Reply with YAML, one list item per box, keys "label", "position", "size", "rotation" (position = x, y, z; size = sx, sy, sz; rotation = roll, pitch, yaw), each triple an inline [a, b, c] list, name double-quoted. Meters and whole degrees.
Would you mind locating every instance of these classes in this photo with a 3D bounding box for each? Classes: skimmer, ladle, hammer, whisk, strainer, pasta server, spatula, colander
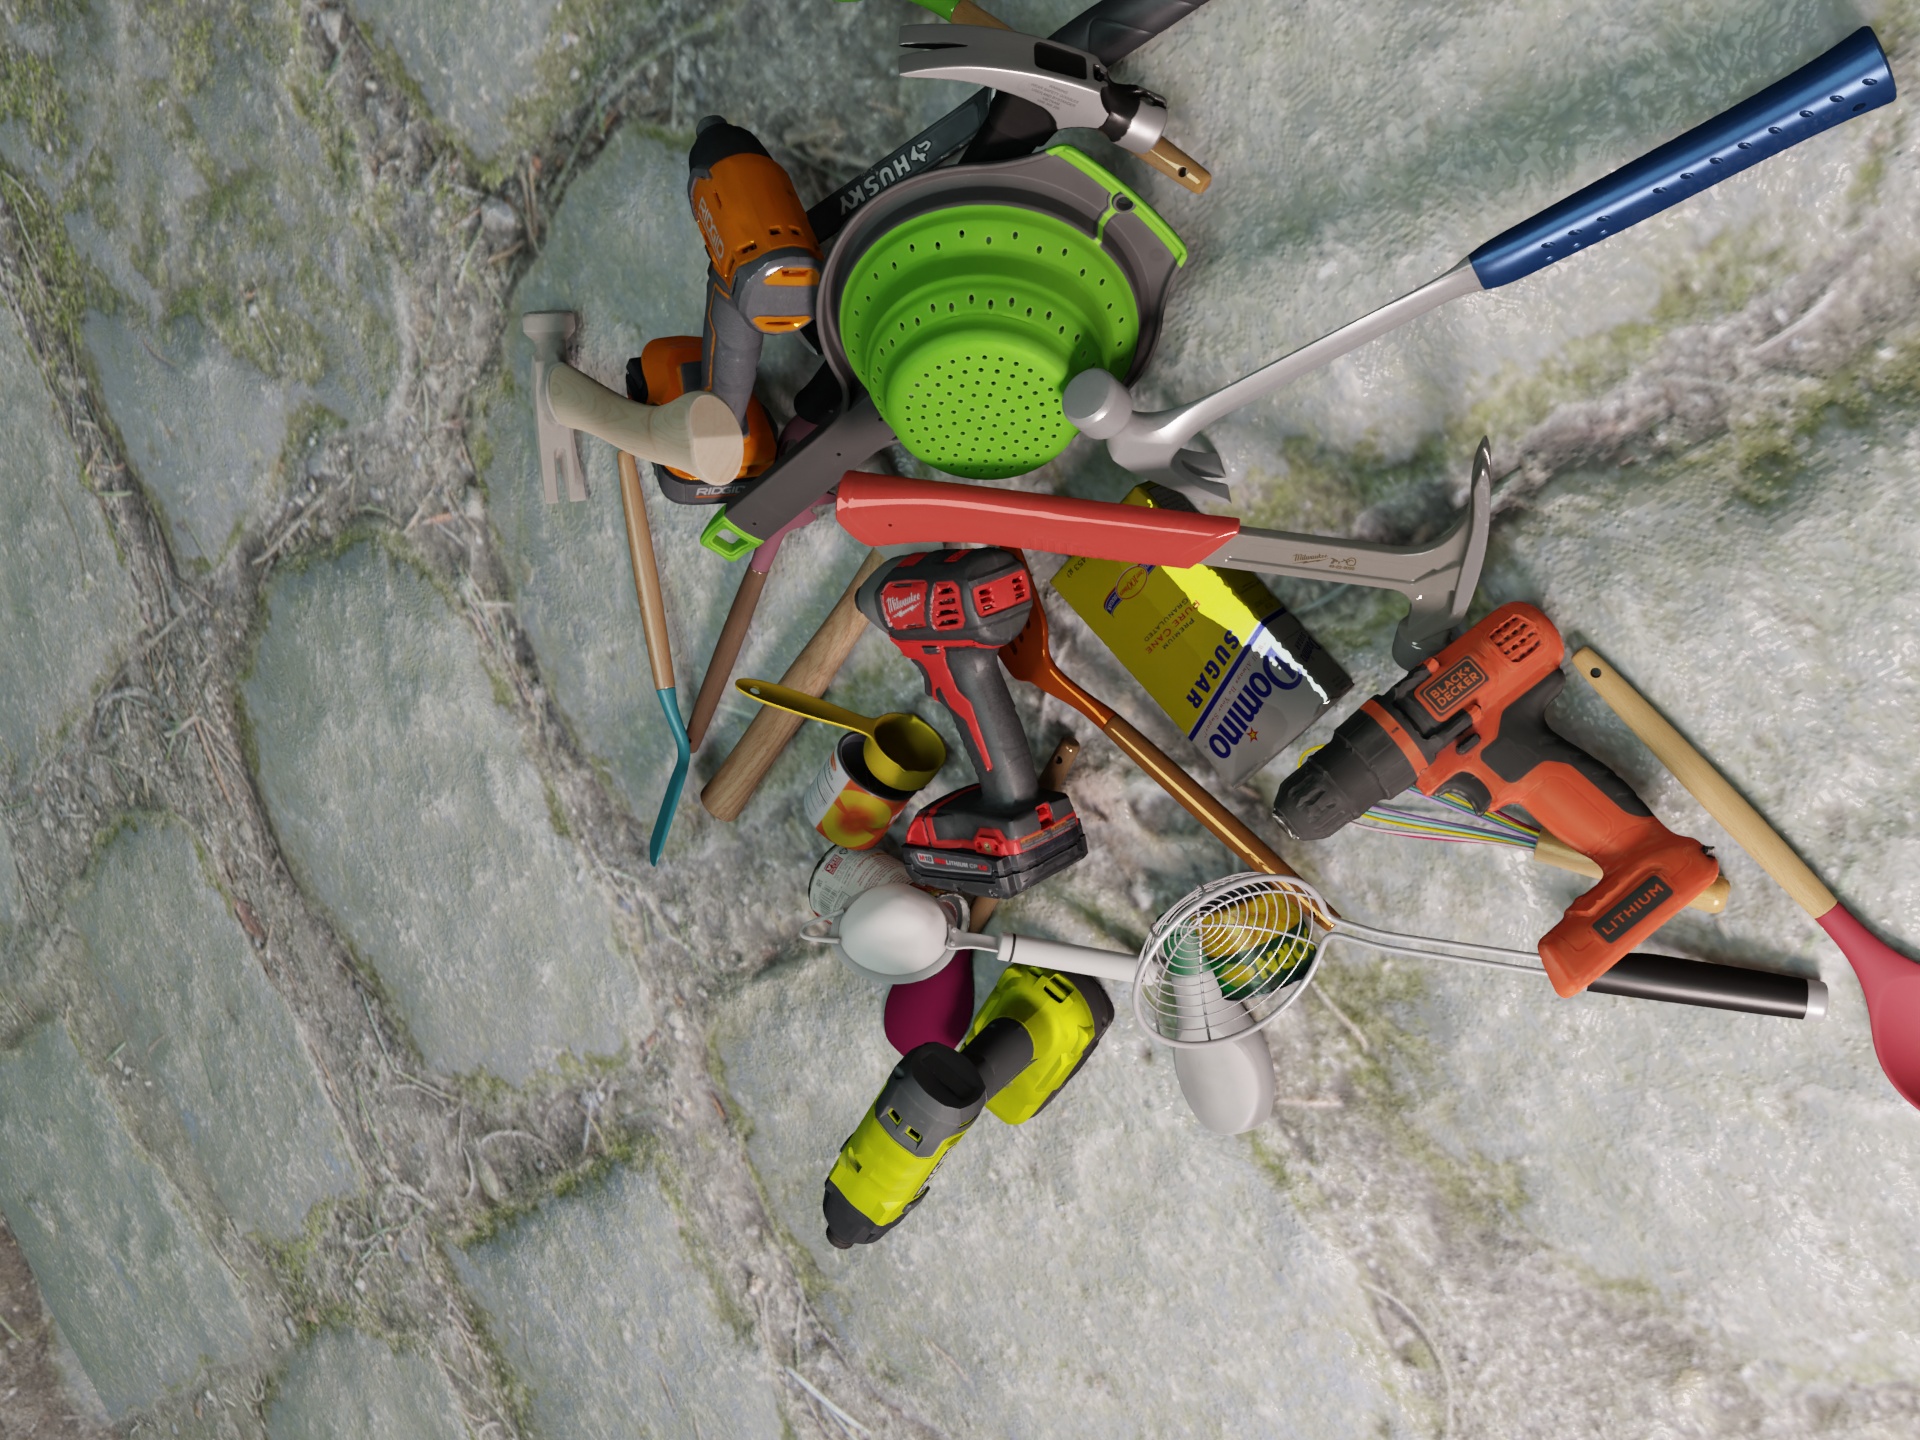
- label: "skimmer"
  position: [0.282, 0.152, 0.885]
  size: [0.363, 0.090, 0.127]
  rotation: [6, 128, 18]
- label: "ladle"
  position: [0.437, 0.081, 0.841]
  size: [0.069, 0.031, 0.315]
  rotation: [-44, 77, 21]
- label: "hammer"
  position: [-0.104, -0.037, 1.157]
  size: [0.130, 0.031, 0.331]
  rotation: [47, 125, 12]
- label: "whisk"
  position: [0.309, 0.061, 0.911]
  size: [0.245, 0.051, 0.047]
  rotation: [18, 109, 25]
- label: "hammer"
  position: [0.257, -0.224, 0.820]
  size: [0.405, 0.144, 0.035]
  rotation: [-24, 63, 28]
- label: "strainer"
  position: [0.023, 0.147, 1.063]
  size: [0.258, 0.087, 0.050]
  rotation: [10, 132, -5]
- label: "hammer"
  position: [0.012, -0.364, 0.971]
  size: [0.409, 0.036, 0.149]
  rotation: [-21, 95, 36]
- label: "pasta server"
  position: [-0.152, -0.094, 1.175]
  size: [0.060, 0.040, 0.316]
  rotation: [39, 127, 17]
- label: "hammer"
  position: [-0.027, -0.279, 0.956]
  size: [0.334, 0.146, 0.035]
  rotation: [-41, 43, 53]
- label: "hammer"
  position: [-0.226, -0.191, 1.060]
  size: [0.411, 0.038, 0.146]
  rotation: [30, 126, 59]
- label: "spatula"
  position: [-0.242, -0.049, 1.224]
  size: [0.082, 0.044, 0.317]
  rotation: [-169, 70, -76]
- label: "colander"
  position: [-0.040, -0.173, 0.965]
  size: [0.204, 0.095, 0.397]
  rotation: [30, 136, -31]
- label: "spatula"
  position: [0.118, 0.013, 1.005]
  size: [0.323, 0.041, 0.081]
  rotation: [43, 138, 16]
- label: "hammer"
  position: [0.106, -0.111, 0.891]
  size: [0.359, 0.037, 0.149]
  rotation: [9, 137, 10]

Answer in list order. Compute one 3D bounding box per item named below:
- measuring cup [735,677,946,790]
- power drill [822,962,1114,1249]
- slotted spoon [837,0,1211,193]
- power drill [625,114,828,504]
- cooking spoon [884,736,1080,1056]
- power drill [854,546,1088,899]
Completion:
- label: "measuring cup"
  position: [-0.086, 0.007, 1.110]
  size: [0.156, 0.062, 0.029]
  rotation: [20, 129, -11]
- label: "power drill"
  position: [0.000, 0.253, 1.064]
  size: [0.080, 0.223, 0.171]
  rotation: [40, 123, 17]
- label: "slotted spoon"
  position: [0.018, -0.394, 0.920]
  size: [0.314, 0.031, 0.070]
  rotation: [39, 124, 12]
- label: "power drill"
  position: [-0.157, -0.269, 1.040]
  size: [0.164, 0.084, 0.226]
  rotation: [67, 149, 27]
- label: "cooking spoon"
  position: [0.014, 0.136, 1.144]
  size: [0.069, 0.017, 0.318]
  rotation: [38, 123, 19]
- label: "power drill"
  position: [-0.002, -0.003, 1.034]
  size: [0.143, 0.078, 0.219]
  rotation: [3, 111, 49]
